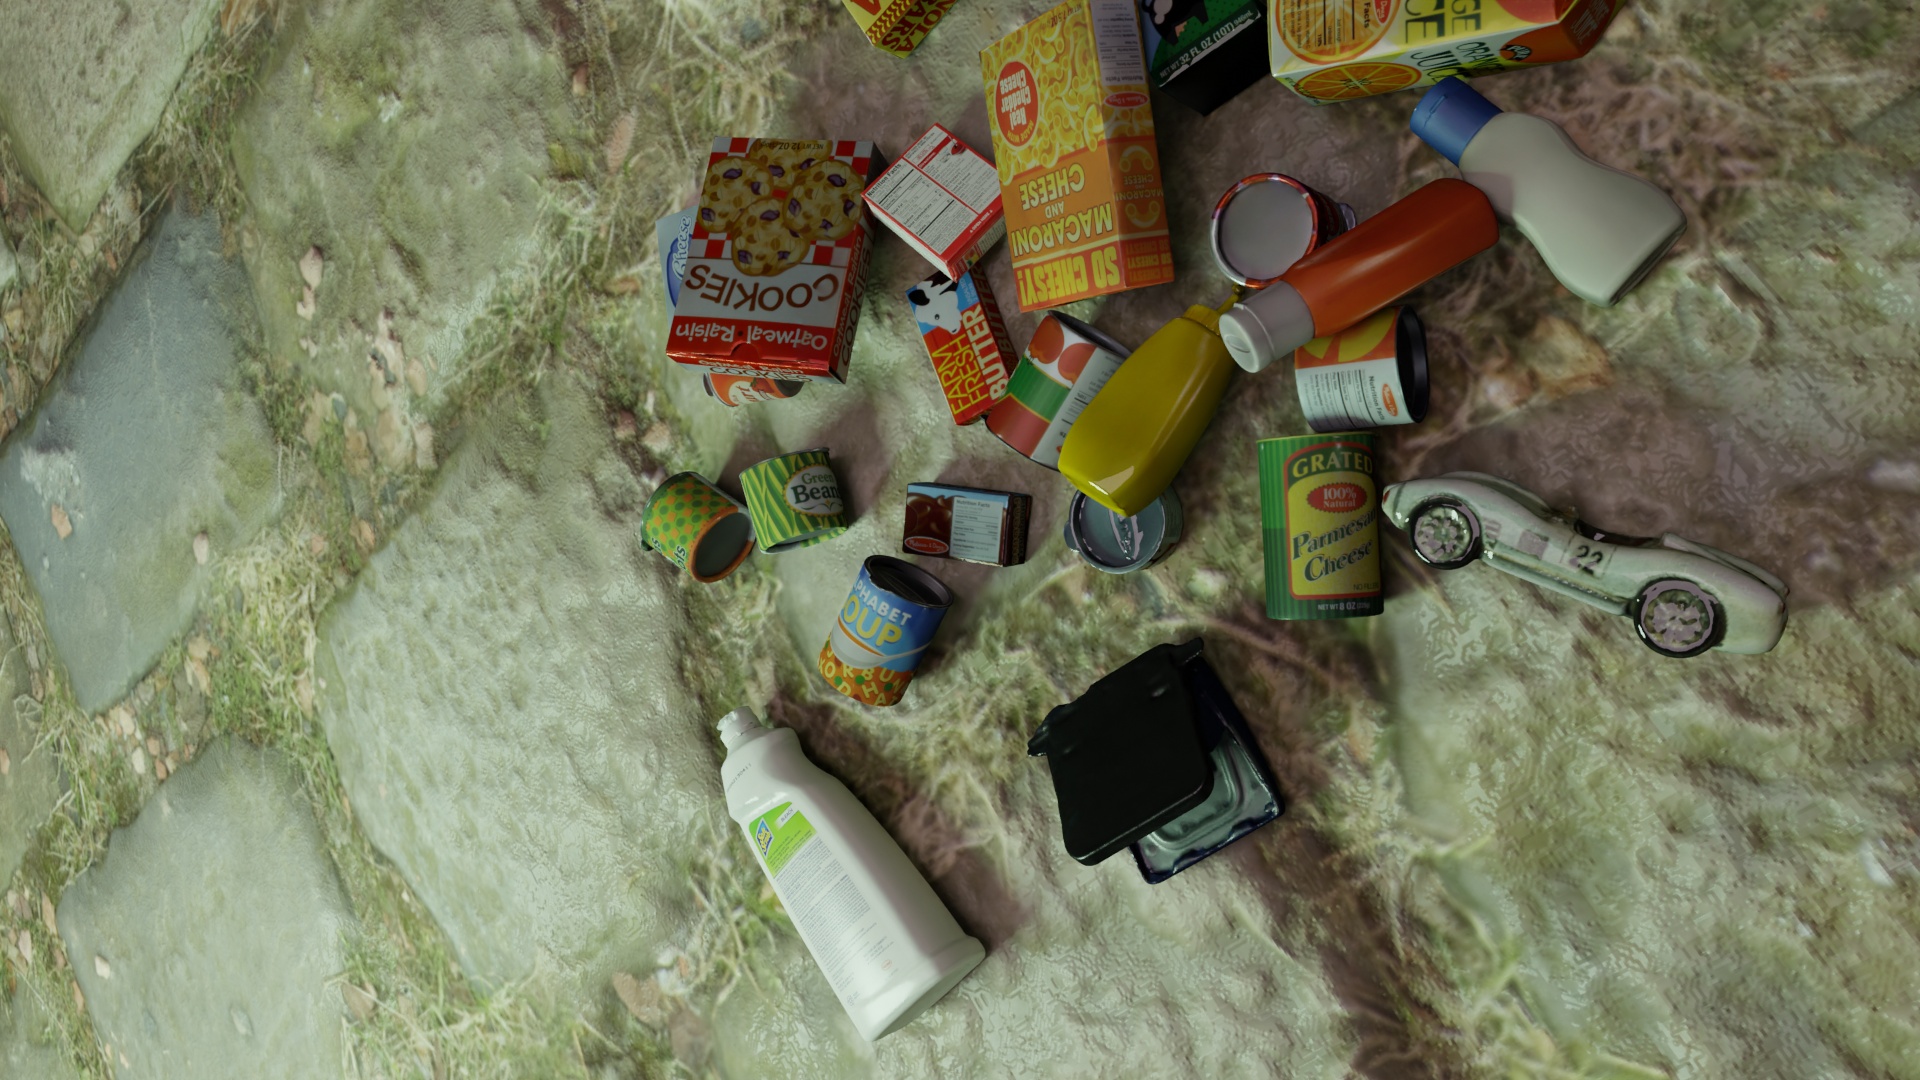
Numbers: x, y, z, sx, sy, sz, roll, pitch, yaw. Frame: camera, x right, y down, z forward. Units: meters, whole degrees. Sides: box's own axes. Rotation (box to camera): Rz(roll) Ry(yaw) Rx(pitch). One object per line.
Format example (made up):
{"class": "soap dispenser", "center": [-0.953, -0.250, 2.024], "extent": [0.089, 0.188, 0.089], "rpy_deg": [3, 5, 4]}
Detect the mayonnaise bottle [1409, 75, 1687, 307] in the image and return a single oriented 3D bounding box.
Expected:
{"class": "mayonnaise bottle", "center": [0.307, -0.192, 0.741], "extent": [0.148, 0.041, 0.064], "rpy_deg": [48, 112, 23]}

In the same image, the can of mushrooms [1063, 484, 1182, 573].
{"class": "can of mushrooms", "center": [0.102, -0.012, 0.874], "extent": [0.071, 0.033, 0.071], "rpy_deg": [1, 92, 31]}

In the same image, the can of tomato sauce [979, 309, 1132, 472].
{"class": "can of tomato sauce", "center": [0.062, -0.095, 0.878], "extent": [0.071, 0.071, 0.083], "rpy_deg": [38, 109, 25]}

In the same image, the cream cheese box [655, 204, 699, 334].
{"class": "cream cheese box", "center": [-0.201, -0.200, 1.062], "extent": [0.053, 0.024, 0.104], "rpy_deg": [-11, 85, 33]}

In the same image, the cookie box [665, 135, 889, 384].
{"class": "cookie box", "center": [-0.127, -0.196, 0.964], "extent": [0.123, 0.040, 0.167], "rpy_deg": [7, 78, 17]}

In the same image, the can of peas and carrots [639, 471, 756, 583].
{"class": "can of peas and carrots", "center": [-0.197, -0.008, 1.037], "extent": [0.059, 0.071, 0.070], "rpy_deg": [32, 108, 26]}

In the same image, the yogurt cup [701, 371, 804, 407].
{"class": "yogurt cup", "center": [-0.147, -0.131, 1.008], "extent": [0.054, 0.072, 0.072], "rpy_deg": [2, 93, 24]}

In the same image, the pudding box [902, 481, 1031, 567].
{"class": "pudding box", "center": [0.003, -0.012, 0.937], "extent": [0.084, 0.030, 0.049], "rpy_deg": [7, 96, 31]}

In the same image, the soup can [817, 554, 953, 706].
{"class": "soup can", "center": [-0.054, 0.062, 0.949], "extent": [0.071, 0.071, 0.083], "rpy_deg": [36, 109, 26]}

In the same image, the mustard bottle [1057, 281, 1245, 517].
{"class": "mustard bottle", "center": [0.126, -0.091, 0.834], "extent": [0.065, 0.048, 0.160], "rpy_deg": [35, 85, 34]}

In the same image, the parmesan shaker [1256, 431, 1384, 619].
{"class": "parmesan shaker", "center": [0.208, -0.008, 0.792], "extent": [0.071, 0.071, 0.103], "rpy_deg": [-4, 90, 32]}

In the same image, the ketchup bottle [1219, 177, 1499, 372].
{"class": "ketchup bottle", "center": [0.211, -0.142, 0.749], "extent": [0.149, 0.065, 0.043], "rpy_deg": [-30, 111, -6]}

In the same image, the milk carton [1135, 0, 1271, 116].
{"class": "milk carton", "center": [0.122, -0.359, 0.831], "extent": [0.072, 0.073, 0.191], "rpy_deg": [-29, 76, 29]}

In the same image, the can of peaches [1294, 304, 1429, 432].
{"class": "can of peaches", "center": [0.226, -0.097, 0.779], "extent": [0.058, 0.071, 0.071], "rpy_deg": [-5, 89, 32]}

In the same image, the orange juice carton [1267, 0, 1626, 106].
{"class": "orange juice carton", "center": [0.268, -0.292, 0.743], "extent": [0.192, 0.072, 0.073], "rpy_deg": [-1, 91, 32]}

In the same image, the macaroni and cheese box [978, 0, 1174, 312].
{"class": "macaroni and cheese box", "center": [0.069, -0.230, 0.841], "extent": [0.123, 0.040, 0.166], "rpy_deg": [3, 104, 62]}

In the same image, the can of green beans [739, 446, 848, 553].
{"class": "can of green beans", "center": [-0.118, -0.027, 0.990], "extent": [0.071, 0.071, 0.058], "rpy_deg": [-21, 81, 30]}

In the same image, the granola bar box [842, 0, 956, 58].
{"class": "granola bar box", "center": [-0.023, -0.432, 0.939], "extent": [0.165, 0.039, 0.124], "rpy_deg": [-40, 70, 26]}

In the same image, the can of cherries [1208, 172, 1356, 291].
{"class": "can of cherries", "center": [0.187, -0.177, 0.804], "extent": [0.071, 0.058, 0.071], "rpy_deg": [1, 92, 32]}

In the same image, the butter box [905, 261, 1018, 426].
{"class": "butter box", "center": [0.005, -0.133, 0.937], "extent": [0.053, 0.024, 0.103], "rpy_deg": [-27, 77, 30]}
